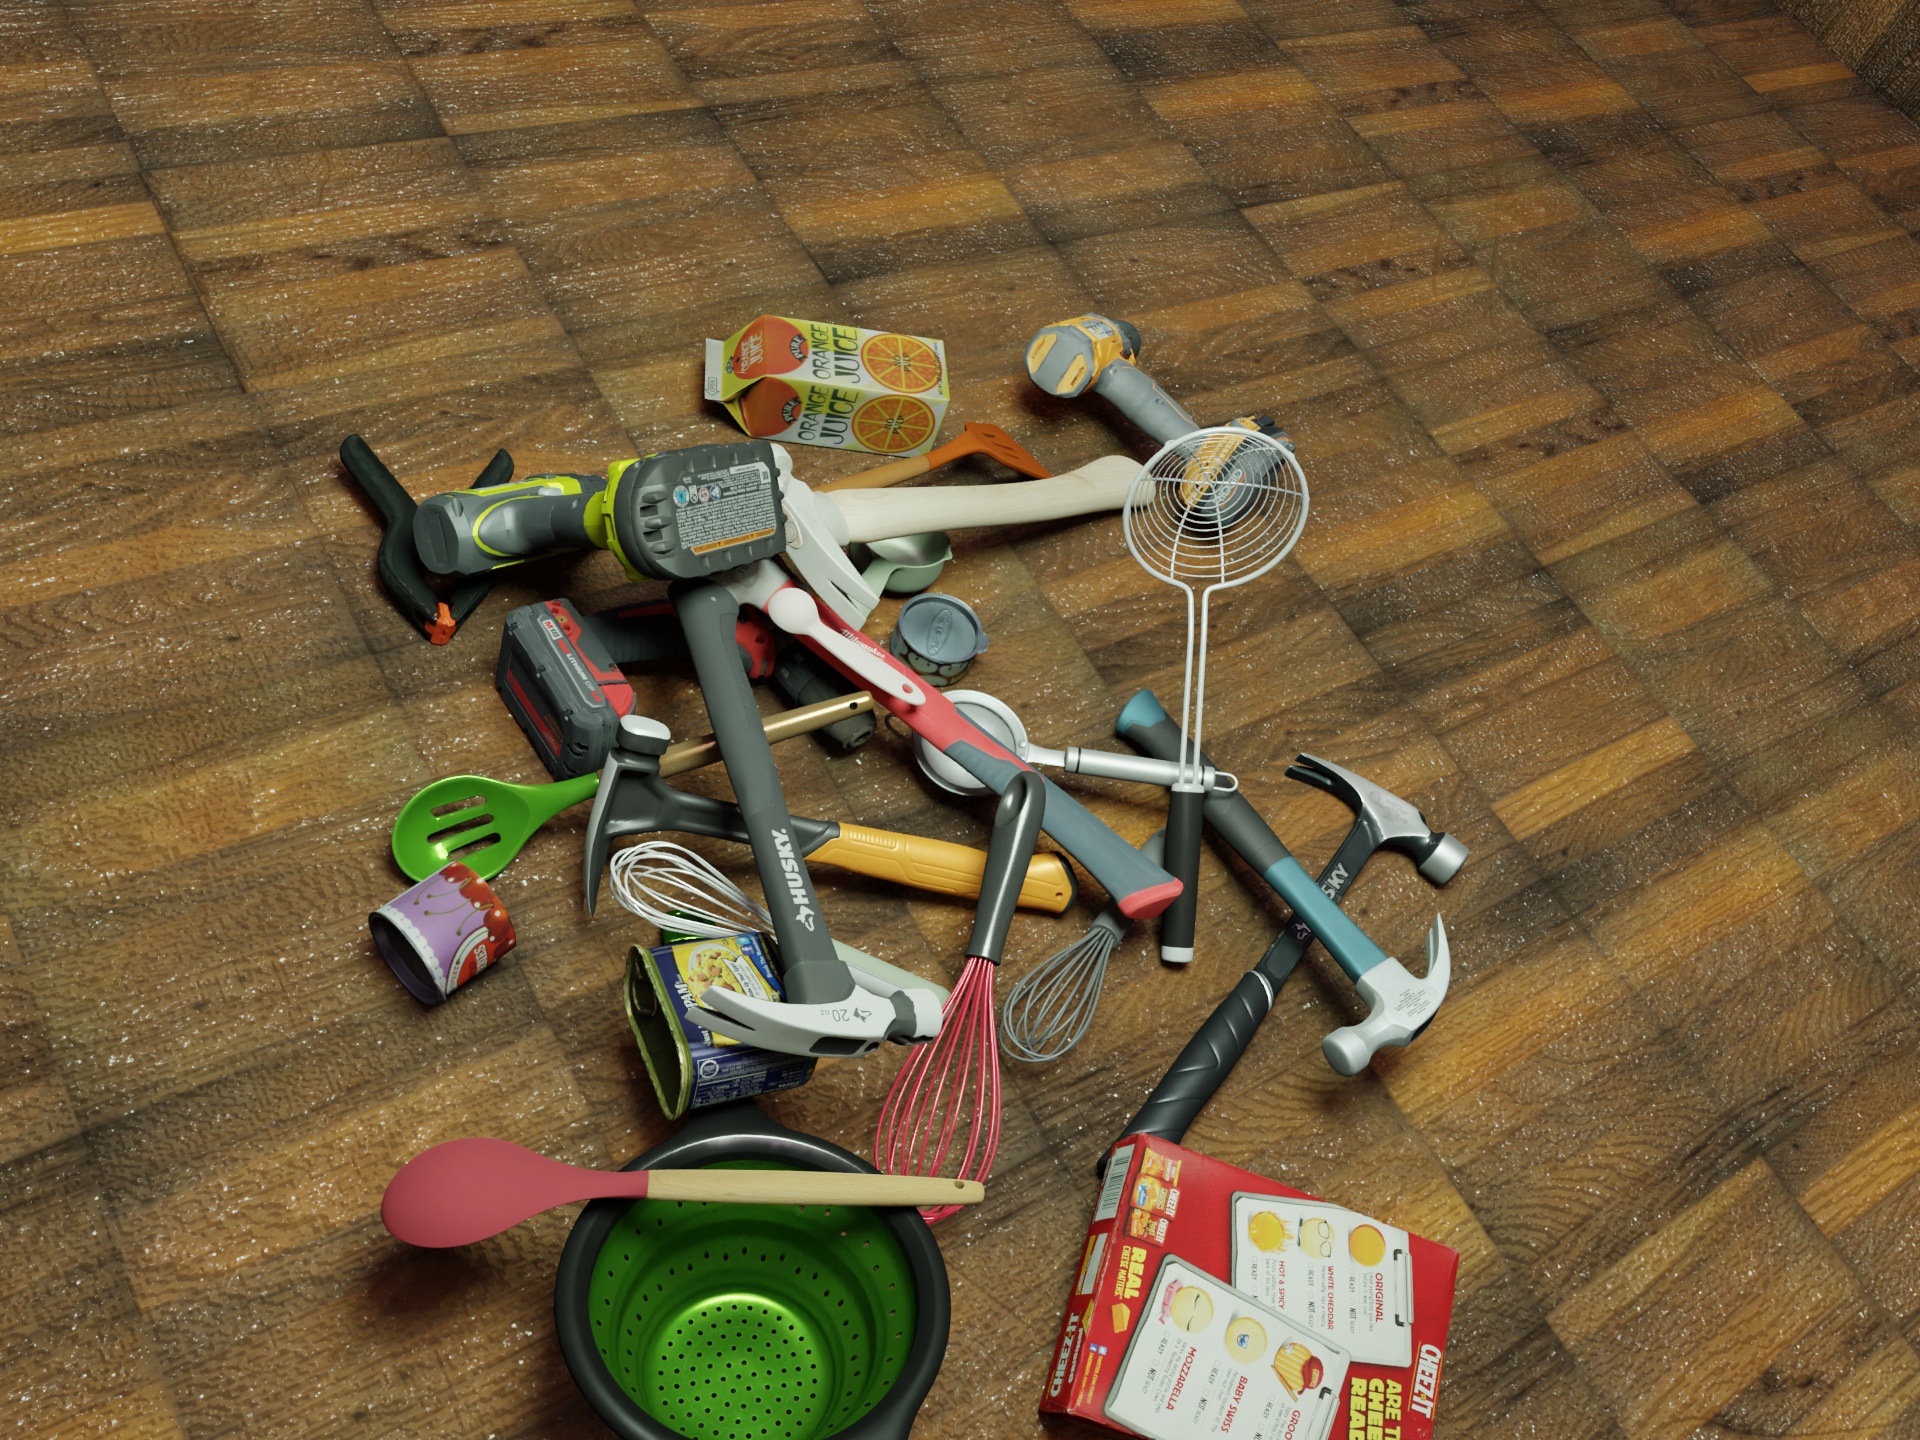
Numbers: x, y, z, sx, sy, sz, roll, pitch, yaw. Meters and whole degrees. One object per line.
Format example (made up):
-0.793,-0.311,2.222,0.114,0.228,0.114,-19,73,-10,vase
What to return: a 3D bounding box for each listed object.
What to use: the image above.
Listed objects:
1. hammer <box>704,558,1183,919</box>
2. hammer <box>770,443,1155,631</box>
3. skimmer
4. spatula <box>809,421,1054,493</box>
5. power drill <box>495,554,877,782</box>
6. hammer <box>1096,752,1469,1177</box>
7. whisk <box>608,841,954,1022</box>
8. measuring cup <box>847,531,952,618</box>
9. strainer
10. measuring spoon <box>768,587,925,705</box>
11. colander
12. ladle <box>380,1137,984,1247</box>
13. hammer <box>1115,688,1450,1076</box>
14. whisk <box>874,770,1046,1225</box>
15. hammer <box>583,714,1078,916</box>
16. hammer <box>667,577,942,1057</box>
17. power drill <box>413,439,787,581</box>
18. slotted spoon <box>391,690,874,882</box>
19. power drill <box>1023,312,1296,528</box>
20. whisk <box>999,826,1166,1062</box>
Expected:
-0.002,-0.004,1.100,0.386,0.038,0.143,38,46,3,hammer
0.025,-0.157,1.214,0.410,0.038,0.146,-14,62,-46,hammer
0.166,-0.013,1.088,0.127,0.090,0.363,4,89,-6,skimmer
-0.048,-0.189,1.252,0.322,0.041,0.081,-25,61,-39,spatula
-0.183,-0.031,1.102,0.226,0.080,0.188,-24,67,-34,power drill
0.216,0.174,1.123,0.149,0.036,0.409,38,53,10,hammer
-0.108,0.139,0.997,0.246,0.057,0.059,27,26,-21,whisk
-0.063,-0.104,1.203,0.083,0.038,0.168,26,44,2,measuring cup
0.072,0.030,1.145,0.258,0.050,0.087,8,60,0,strainer
-0.073,-0.050,1.058,0.124,0.018,0.034,35,45,-1,measuring spoon
-0.134,0.275,0.907,0.204,0.094,0.398,0,39,-19,colander
-0.139,0.248,0.840,0.315,0.031,0.069,5,32,-15,ladle
0.217,0.096,1.136,0.128,0.033,0.331,-24,55,-22,hammer
0.010,0.169,0.995,0.073,0.073,0.296,18,70,-7,whisk
-0.077,0.091,1.049,0.336,0.127,0.034,13,15,-22,hammer
-0.125,0.046,0.951,0.146,0.035,0.335,5,50,-37,hammer
-0.232,-0.140,1.070,0.223,0.080,0.171,3,17,36,power drill
-0.205,0.034,1.019,0.313,0.031,0.070,-18,99,-9,slotted spoon
0.177,-0.273,1.380,0.226,0.084,0.185,38,29,8,power drill
0.097,0.148,1.095,0.055,0.055,0.239,36,48,7,whisk
